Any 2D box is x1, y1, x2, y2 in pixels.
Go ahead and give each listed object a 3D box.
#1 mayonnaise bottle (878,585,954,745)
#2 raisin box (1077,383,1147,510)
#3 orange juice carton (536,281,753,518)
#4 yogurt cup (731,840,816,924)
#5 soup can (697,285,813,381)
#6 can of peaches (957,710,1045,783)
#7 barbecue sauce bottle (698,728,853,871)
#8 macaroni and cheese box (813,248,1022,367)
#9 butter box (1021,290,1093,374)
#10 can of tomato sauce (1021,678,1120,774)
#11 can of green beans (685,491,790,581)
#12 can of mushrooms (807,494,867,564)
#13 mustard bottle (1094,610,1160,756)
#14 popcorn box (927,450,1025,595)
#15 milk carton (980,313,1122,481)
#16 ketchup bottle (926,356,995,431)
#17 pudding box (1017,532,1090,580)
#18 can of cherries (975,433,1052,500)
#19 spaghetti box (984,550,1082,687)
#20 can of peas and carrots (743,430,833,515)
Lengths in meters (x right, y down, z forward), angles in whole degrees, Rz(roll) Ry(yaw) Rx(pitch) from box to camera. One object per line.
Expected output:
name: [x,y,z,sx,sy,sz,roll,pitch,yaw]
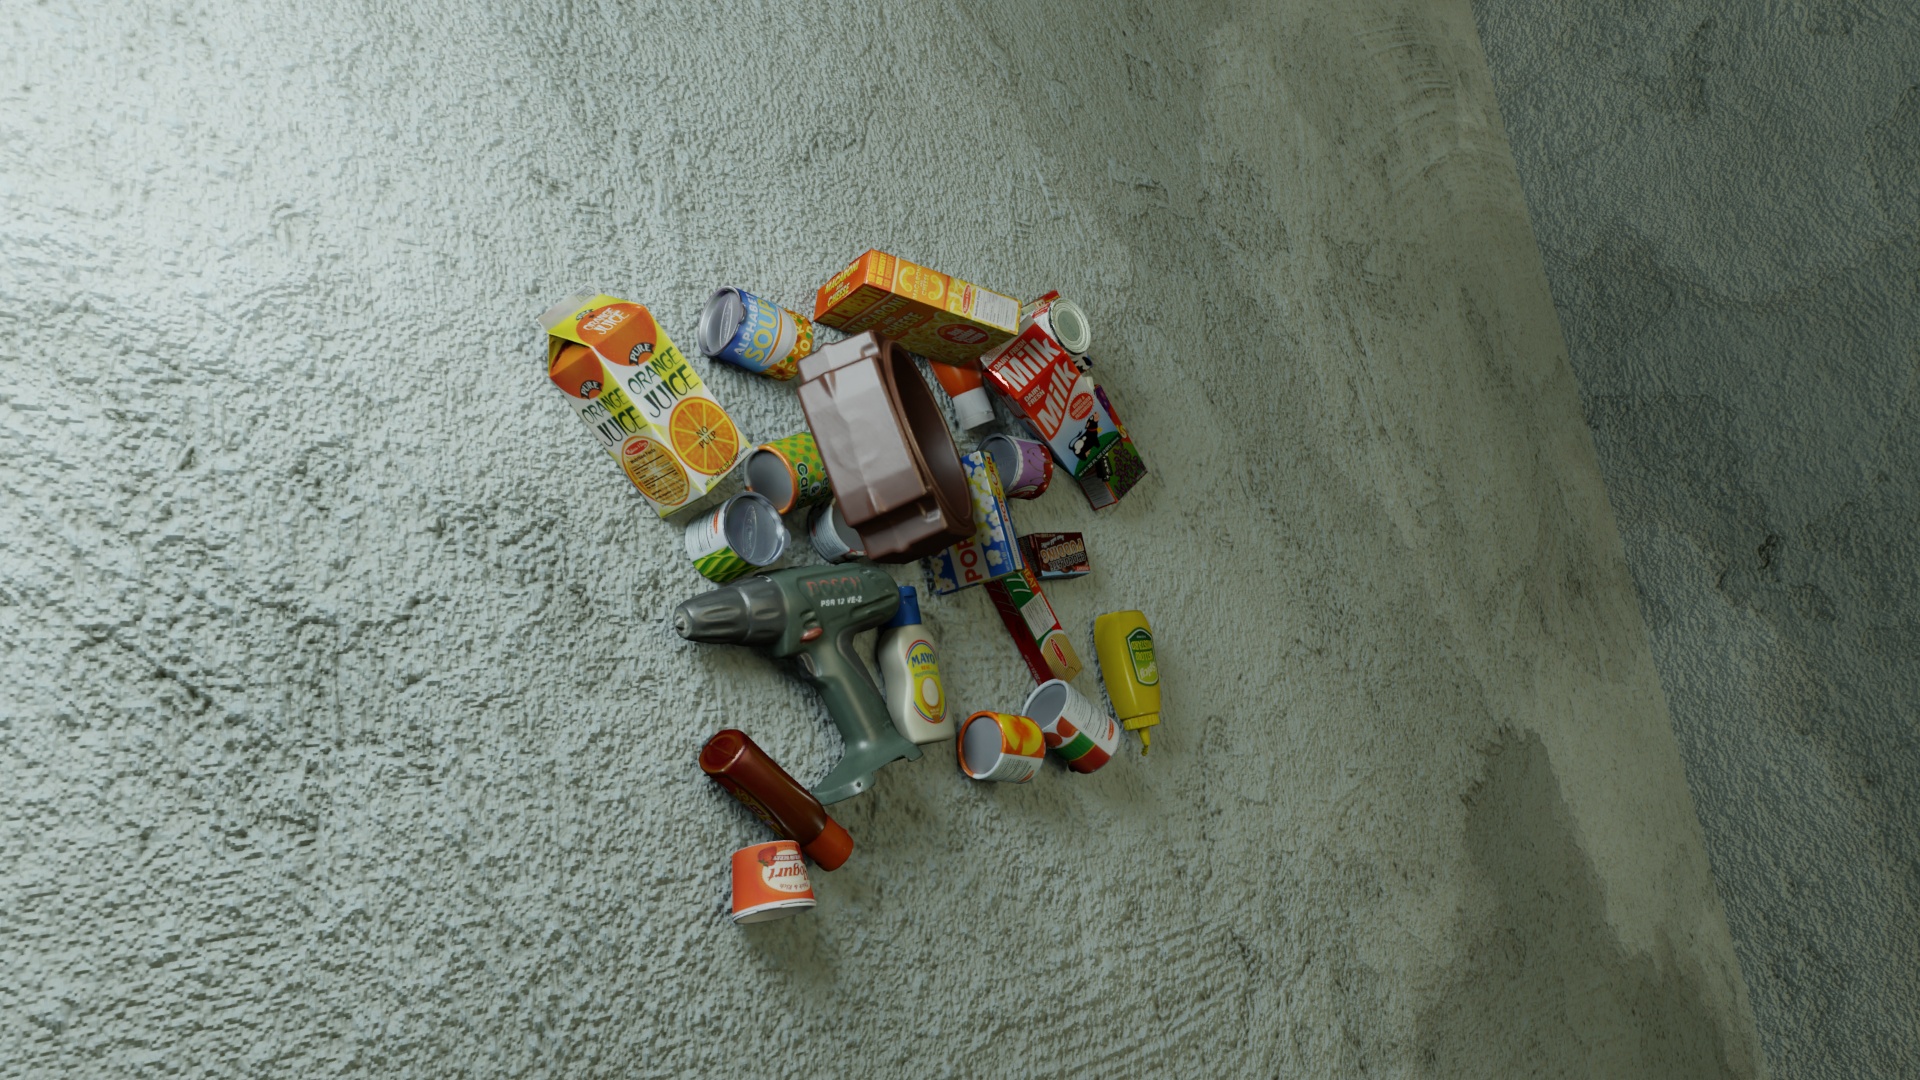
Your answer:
mayonnaise bottle: [-0.047,0.118,1.306,0.065,0.041,0.148,0,75,-46]
raisin box: [0.158,-0.109,1.614,0.086,0.040,0.123,-40,103,-46]
orange juice carton: [-0.267,-0.121,1.149,0.192,0.073,0.072,54,44,-15]
yogurt cup: [-0.153,0.275,1.118,0.072,0.072,0.054,10,60,-44]
soup can: [-0.184,-0.188,1.264,0.084,0.071,0.071,17,63,-42]
can of peaches: [0.038,0.199,1.346,0.058,0.071,0.071,14,65,-42]
barbecue sauce bottle: [-0.148,0.217,1.147,0.148,0.065,0.044,48,70,-26]
macaroni and cheese box: [-0.043,-0.225,1.360,0.166,0.123,0.040,15,74,-27]
butter box: [0.114,-0.239,1.631,0.053,0.024,0.103,-34,100,-47]
can of tomato sauce: [0.111,0.192,1.426,0.083,0.071,0.071,40,49,-28]
can of green beans: [-0.193,-0.002,1.190,0.071,0.057,0.071,20,61,-40]
can of mushrooms: [-0.106,-0.014,1.304,0.071,0.033,0.071,20,60,-39]
mustard bottle: [0.192,0.158,1.533,0.065,0.048,0.160,-1,75,-45]
popcorn box: [0.005,-0.017,1.379,0.038,0.085,0.127,0,74,-67]
milk carton: [0.090,-0.155,1.473,0.072,0.073,0.190,-44,134,-4]
ketchup bottle: [-0.005,-0.191,1.473,0.065,0.043,0.148,-21,90,-46]
pudding box: [0.101,0.018,1.509,0.084,0.030,0.050,-1,76,-46]
can of cherries: [0.056,-0.075,1.474,0.058,0.071,0.071,6,70,-46]
spaghetti box: [0.051,0.041,1.449,0.050,0.028,0.249,-37,102,-47]
can of peas and carrots: [-0.151,-0.059,1.249,0.059,0.070,0.071,-24,92,-47]
